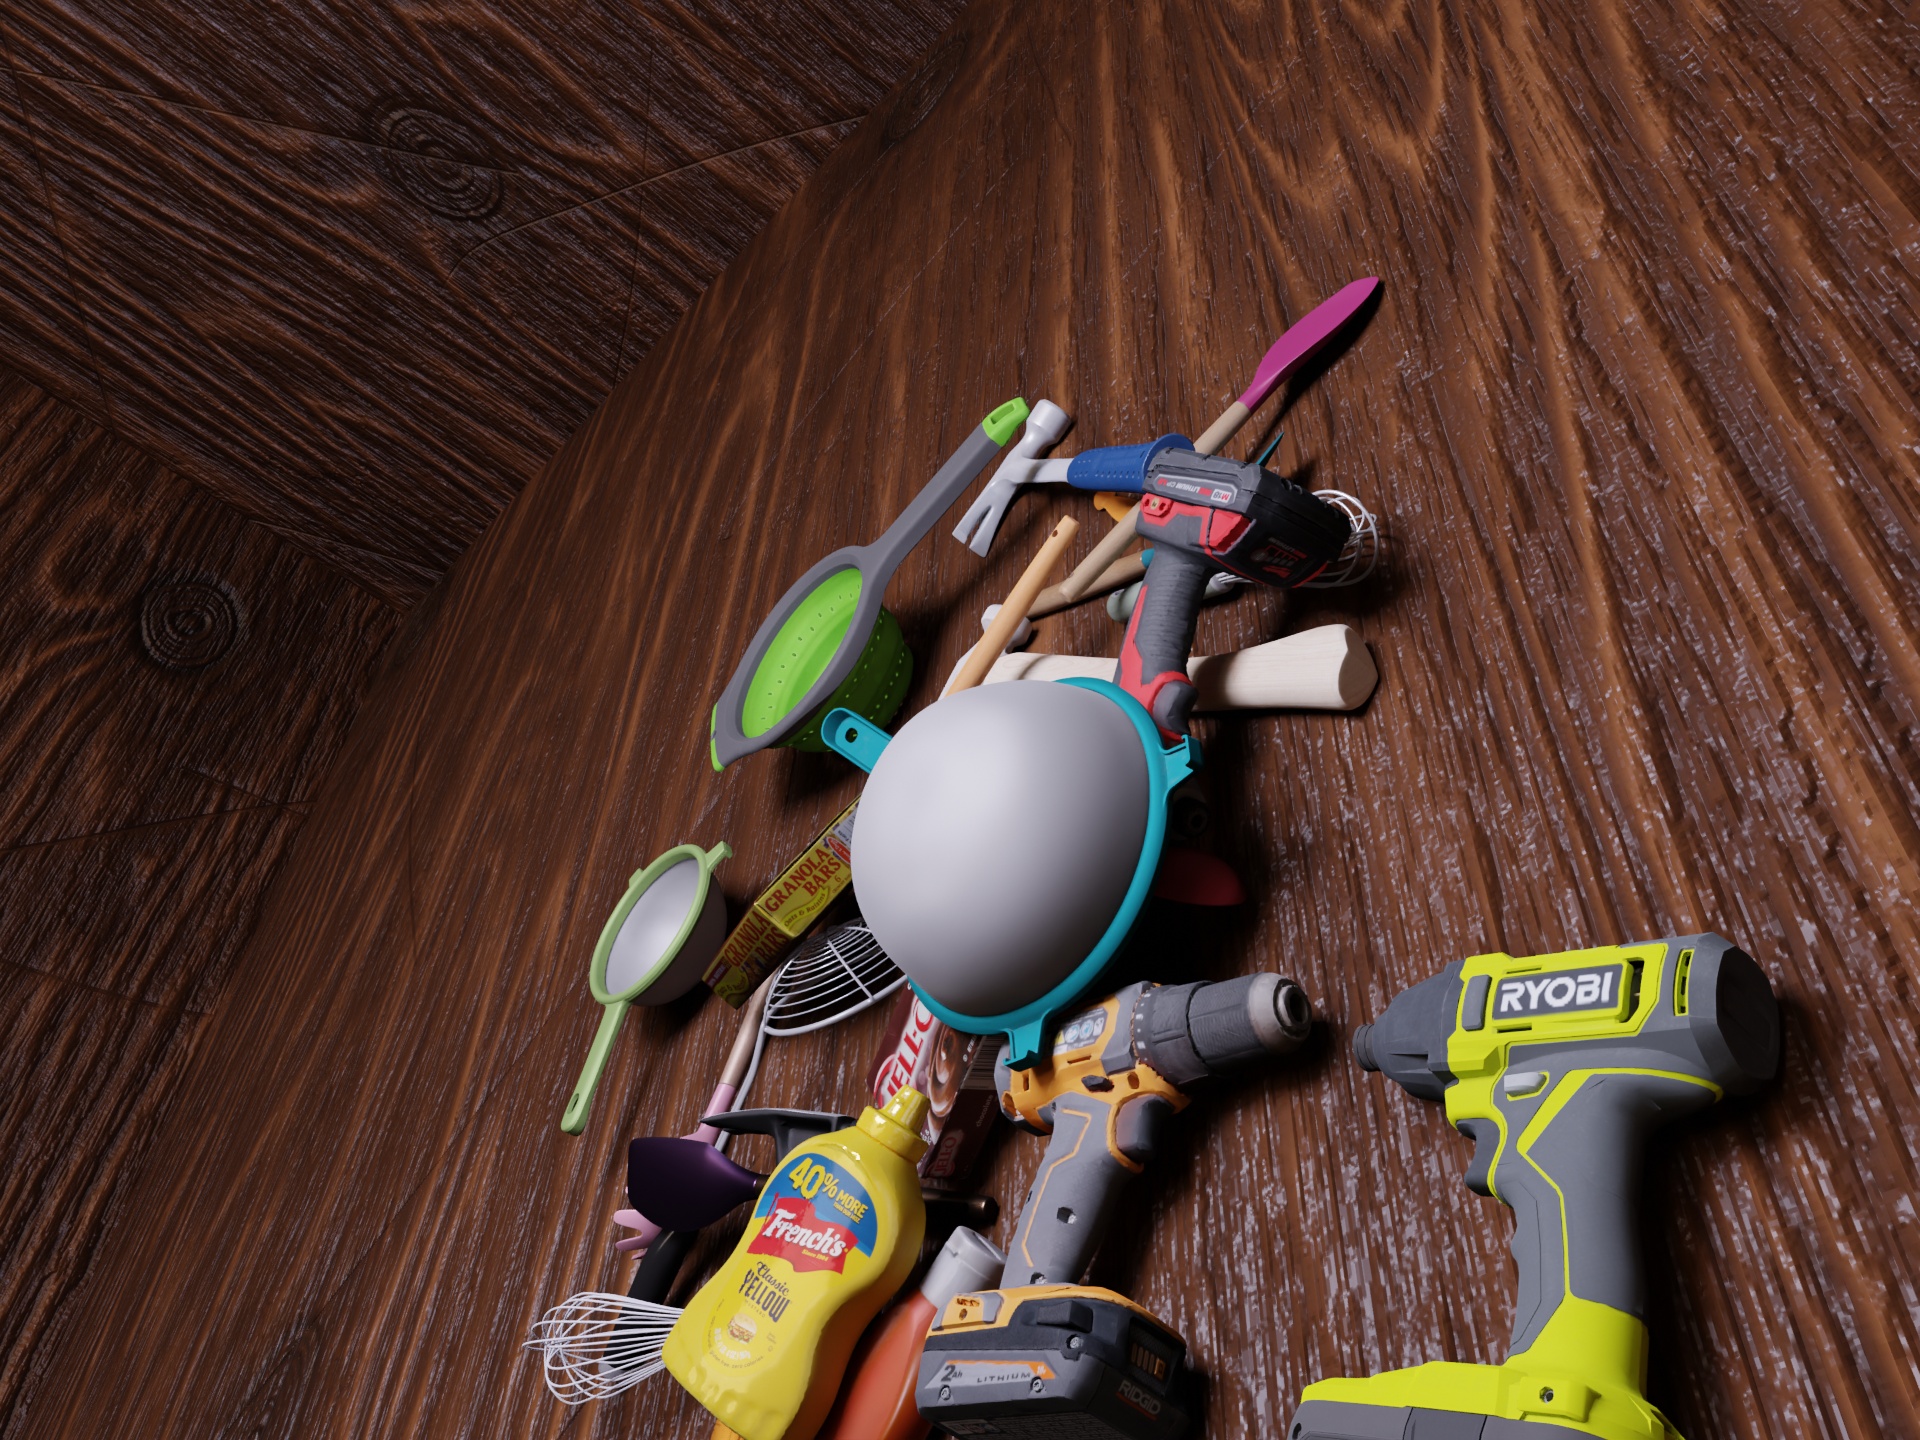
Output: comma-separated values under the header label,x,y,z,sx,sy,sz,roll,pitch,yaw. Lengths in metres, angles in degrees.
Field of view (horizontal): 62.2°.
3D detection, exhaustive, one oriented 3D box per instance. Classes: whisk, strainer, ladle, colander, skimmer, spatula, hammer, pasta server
label,x,y,z,sx,sy,sz,roll,pitch,yaw
whisk,0.173,-0.095,1.019,0.058,0.059,0.246,-26,6,-32
strainer,-0.025,0.038,0.918,0.341,0.095,0.211,30,92,54
whisk,-0.163,0.376,0.979,0.284,0.070,0.070,-20,41,32
ladle,0.065,0.092,0.971,0.315,0.069,0.031,-8,79,63
colander,-0.053,-0.095,1.321,0.397,0.094,0.205,-46,27,19
whisk,0.035,0.152,0.953,0.239,0.055,0.055,-30,35,48
skimmer,-0.131,0.292,1.070,0.363,0.090,0.127,-65,7,3
spatula,-0.002,-0.004,1.127,0.322,0.041,0.081,-57,38,15
strainer,-0.252,0.227,1.305,0.151,0.069,0.257,-20,43,45
hammer,0.084,-0.183,1.193,0.144,0.035,0.406,-56,15,0
spatula,0.112,-0.118,1.140,0.317,0.044,0.082,-19,26,52
hammer,0.105,-0.016,1.042,0.411,0.038,0.146,1,61,59
hammer,-0.127,0.386,0.886,0.127,0.034,0.337,-4,62,33
spatula,-0.104,0.290,0.976,0.316,0.018,0.060,-10,77,39
pasta server,-0.168,0.247,1.180,0.040,0.060,0.316,1,53,28

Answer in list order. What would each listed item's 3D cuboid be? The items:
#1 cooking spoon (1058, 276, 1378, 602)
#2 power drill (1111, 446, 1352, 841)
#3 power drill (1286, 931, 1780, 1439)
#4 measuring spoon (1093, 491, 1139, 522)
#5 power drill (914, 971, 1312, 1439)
label,x,y,z,sx,sy,sz,roll,pitch,yaw
cooking spoon,0.179,-0.197,1.098,0.319,0.017,0.069,-46,20,-9
power drill,0.128,-0.037,0.913,0.143,0.078,0.219,30,98,59
power drill,0.205,0.191,0.596,0.171,0.080,0.223,-20,39,48
measuring spoon,0.119,-0.162,1.196,0.021,0.011,0.117,-47,17,5
power drill,0.078,0.225,0.760,0.185,0.084,0.226,-27,33,41
